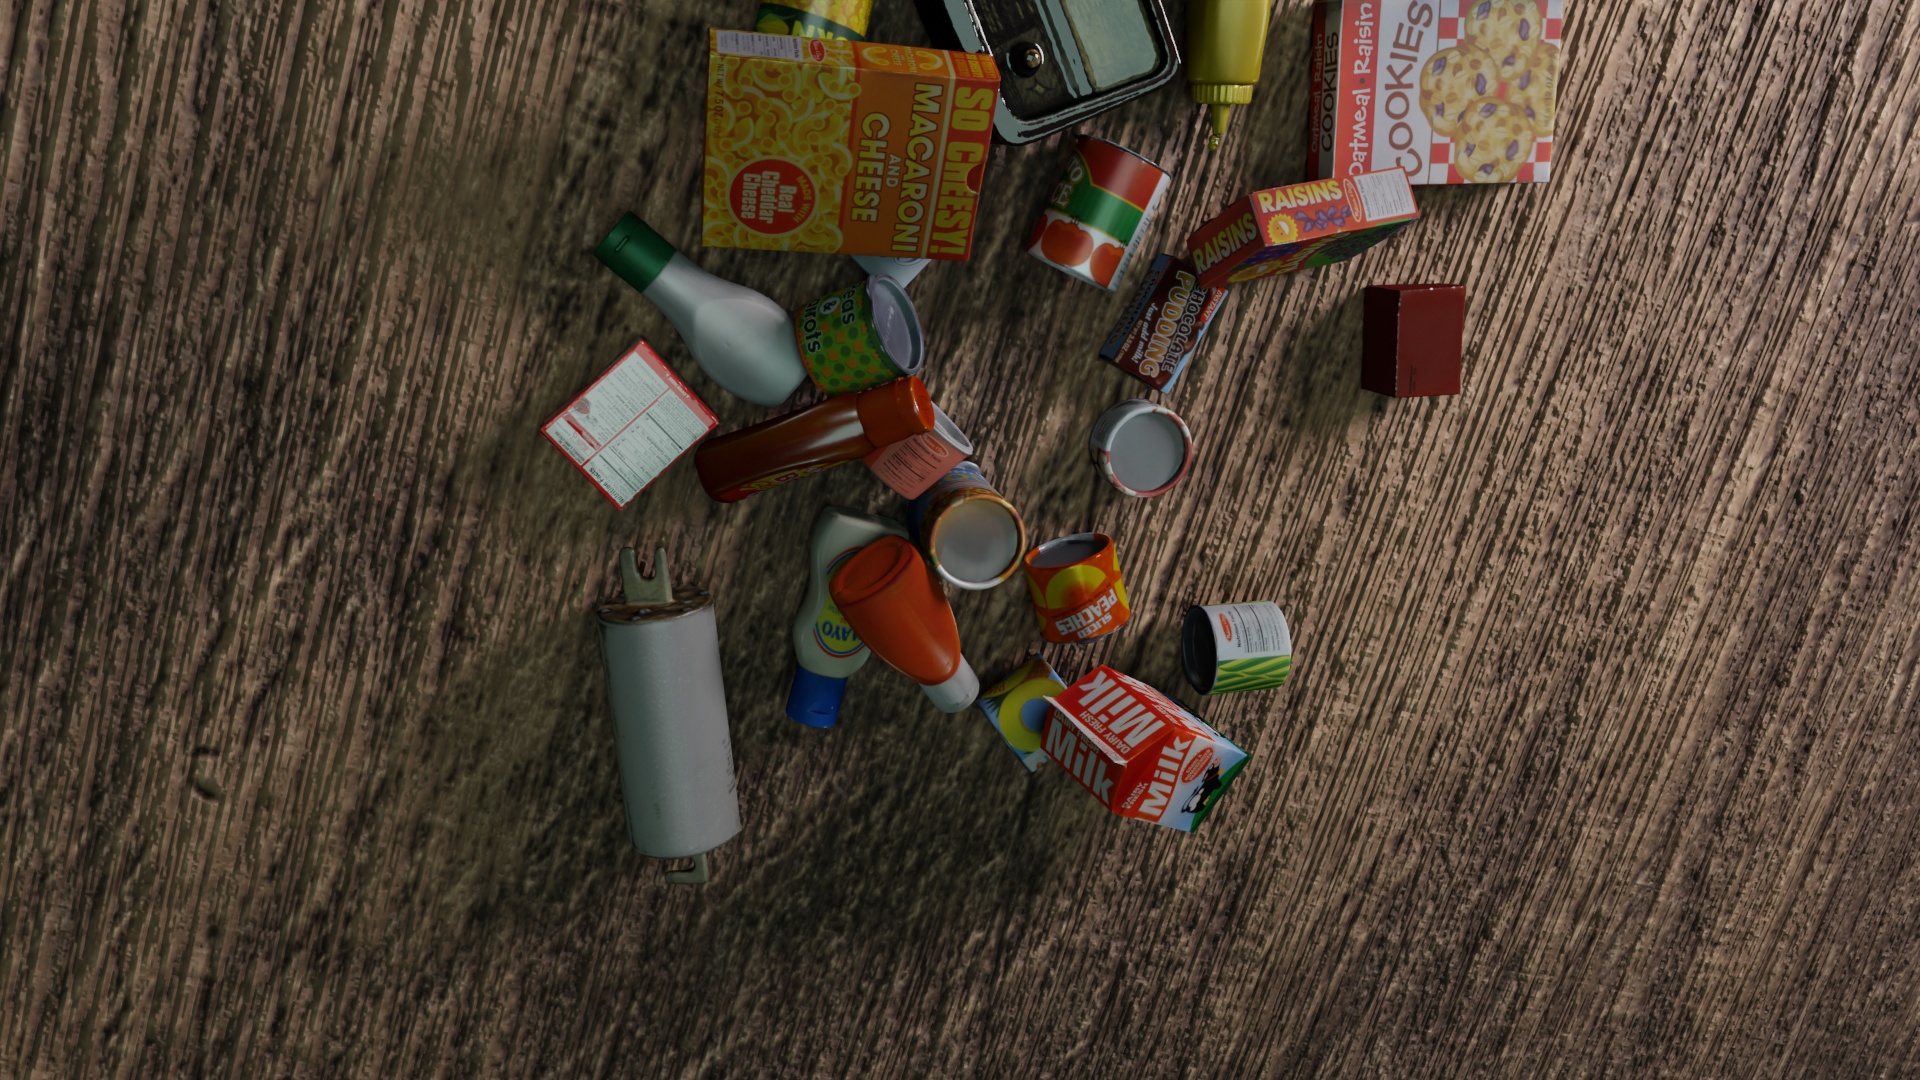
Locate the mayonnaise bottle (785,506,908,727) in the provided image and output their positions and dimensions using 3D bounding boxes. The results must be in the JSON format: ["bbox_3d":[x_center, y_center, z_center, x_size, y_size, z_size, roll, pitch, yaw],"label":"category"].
[{"bbox_3d":[-0.083,0.054,0.950,0.065,0.041,0.147,12,101,-23],"label":"mayonnaise bottle"}]

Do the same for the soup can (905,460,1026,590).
[{"bbox_3d":[0.003,-0.012,0.931,0.071,0.084,0.071,-3,105,-12],"label":"soup can"}]

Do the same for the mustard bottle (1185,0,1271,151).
[{"bbox_3d":[0.172,-0.335,0.899,0.049,0.065,0.159,-1,110,-7],"label":"mustard bottle"}]

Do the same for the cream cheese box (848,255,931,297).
[{"bbox_3d":[-0.063,-0.210,0.896,0.103,0.024,0.053,43,93,-19],"label":"cream cheese box"}]

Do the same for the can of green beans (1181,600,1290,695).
[{"bbox_3d":[0.200,0.077,1.009,0.058,0.071,0.071,-3,105,-12],"label":"can of green beans"}]

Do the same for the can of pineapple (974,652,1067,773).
[{"bbox_3d":[0.051,0.120,0.986,0.058,0.071,0.071,-38,109,-2],"label":"can of pineapple"}]

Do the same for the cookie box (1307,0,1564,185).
[{"bbox_3d":[0.323,-0.306,0.952,0.168,0.040,0.122,-4,105,-13],"label":"cookie box"}]

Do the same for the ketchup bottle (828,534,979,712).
[{"bbox_3d":[-0.030,0.063,0.936,0.065,0.044,0.148,-37,134,-6],"label":"ketchup bottle"}]

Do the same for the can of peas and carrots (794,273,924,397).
[{"bbox_3d":[-0.065,-0.131,0.883,0.058,0.071,0.070,-16,110,24],"label":"can of peas and carrots"}]

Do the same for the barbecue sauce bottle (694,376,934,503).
[{"bbox_3d":[-0.091,-0.065,0.880,0.148,0.065,0.043,-17,91,16],"label":"barbecue sauce bottle"}]

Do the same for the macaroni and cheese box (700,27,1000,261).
[{"bbox_3d":[-0.068,-0.231,0.827,0.167,0.040,0.123,1,133,-12],"label":"macaroni and cheese box"}]

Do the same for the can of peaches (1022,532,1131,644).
[{"bbox_3d":[0.081,0.033,0.967,0.071,0.071,0.058,-17,107,-8],"label":"can of peaches"}]

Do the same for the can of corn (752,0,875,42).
[{"bbox_3d":[-0.088,-0.312,0.839,0.071,0.071,0.058,14,100,-16],"label":"can of corn"}]

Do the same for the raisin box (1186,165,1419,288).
[{"bbox_3d":[0.224,-0.206,0.915,0.124,0.086,0.040,-15,87,-21],"label":"raisin box"}]

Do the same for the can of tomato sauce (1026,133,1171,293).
[{"bbox_3d":[0.088,-0.214,0.908,0.071,0.071,0.083,23,99,-17],"label":"can of tomato sauce"}]

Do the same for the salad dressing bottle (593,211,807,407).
[{"bbox_3d":[-0.162,-0.147,0.880,0.147,0.044,0.064,40,95,-18],"label":"salad dressing bottle"}]

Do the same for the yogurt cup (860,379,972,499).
[{"bbox_3d":[-0.033,-0.064,0.921,0.072,0.072,0.054,40,101,-19],"label":"yogurt cup"}]

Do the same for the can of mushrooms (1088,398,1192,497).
[{"bbox_3d":[0.128,-0.063,0.973,0.071,0.033,0.071,-3,104,-12],"label":"can of mushrooms"}]

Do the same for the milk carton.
[{"bbox_3d":[0.122,0.143,0.953,0.073,0.072,0.190,-54,145,5],"label":"milk carton"}]

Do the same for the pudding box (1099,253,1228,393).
[{"bbox_3d":[0.140,-0.148,0.955,0.049,0.030,0.083,29,97,-19],"label":"pudding box"}]
